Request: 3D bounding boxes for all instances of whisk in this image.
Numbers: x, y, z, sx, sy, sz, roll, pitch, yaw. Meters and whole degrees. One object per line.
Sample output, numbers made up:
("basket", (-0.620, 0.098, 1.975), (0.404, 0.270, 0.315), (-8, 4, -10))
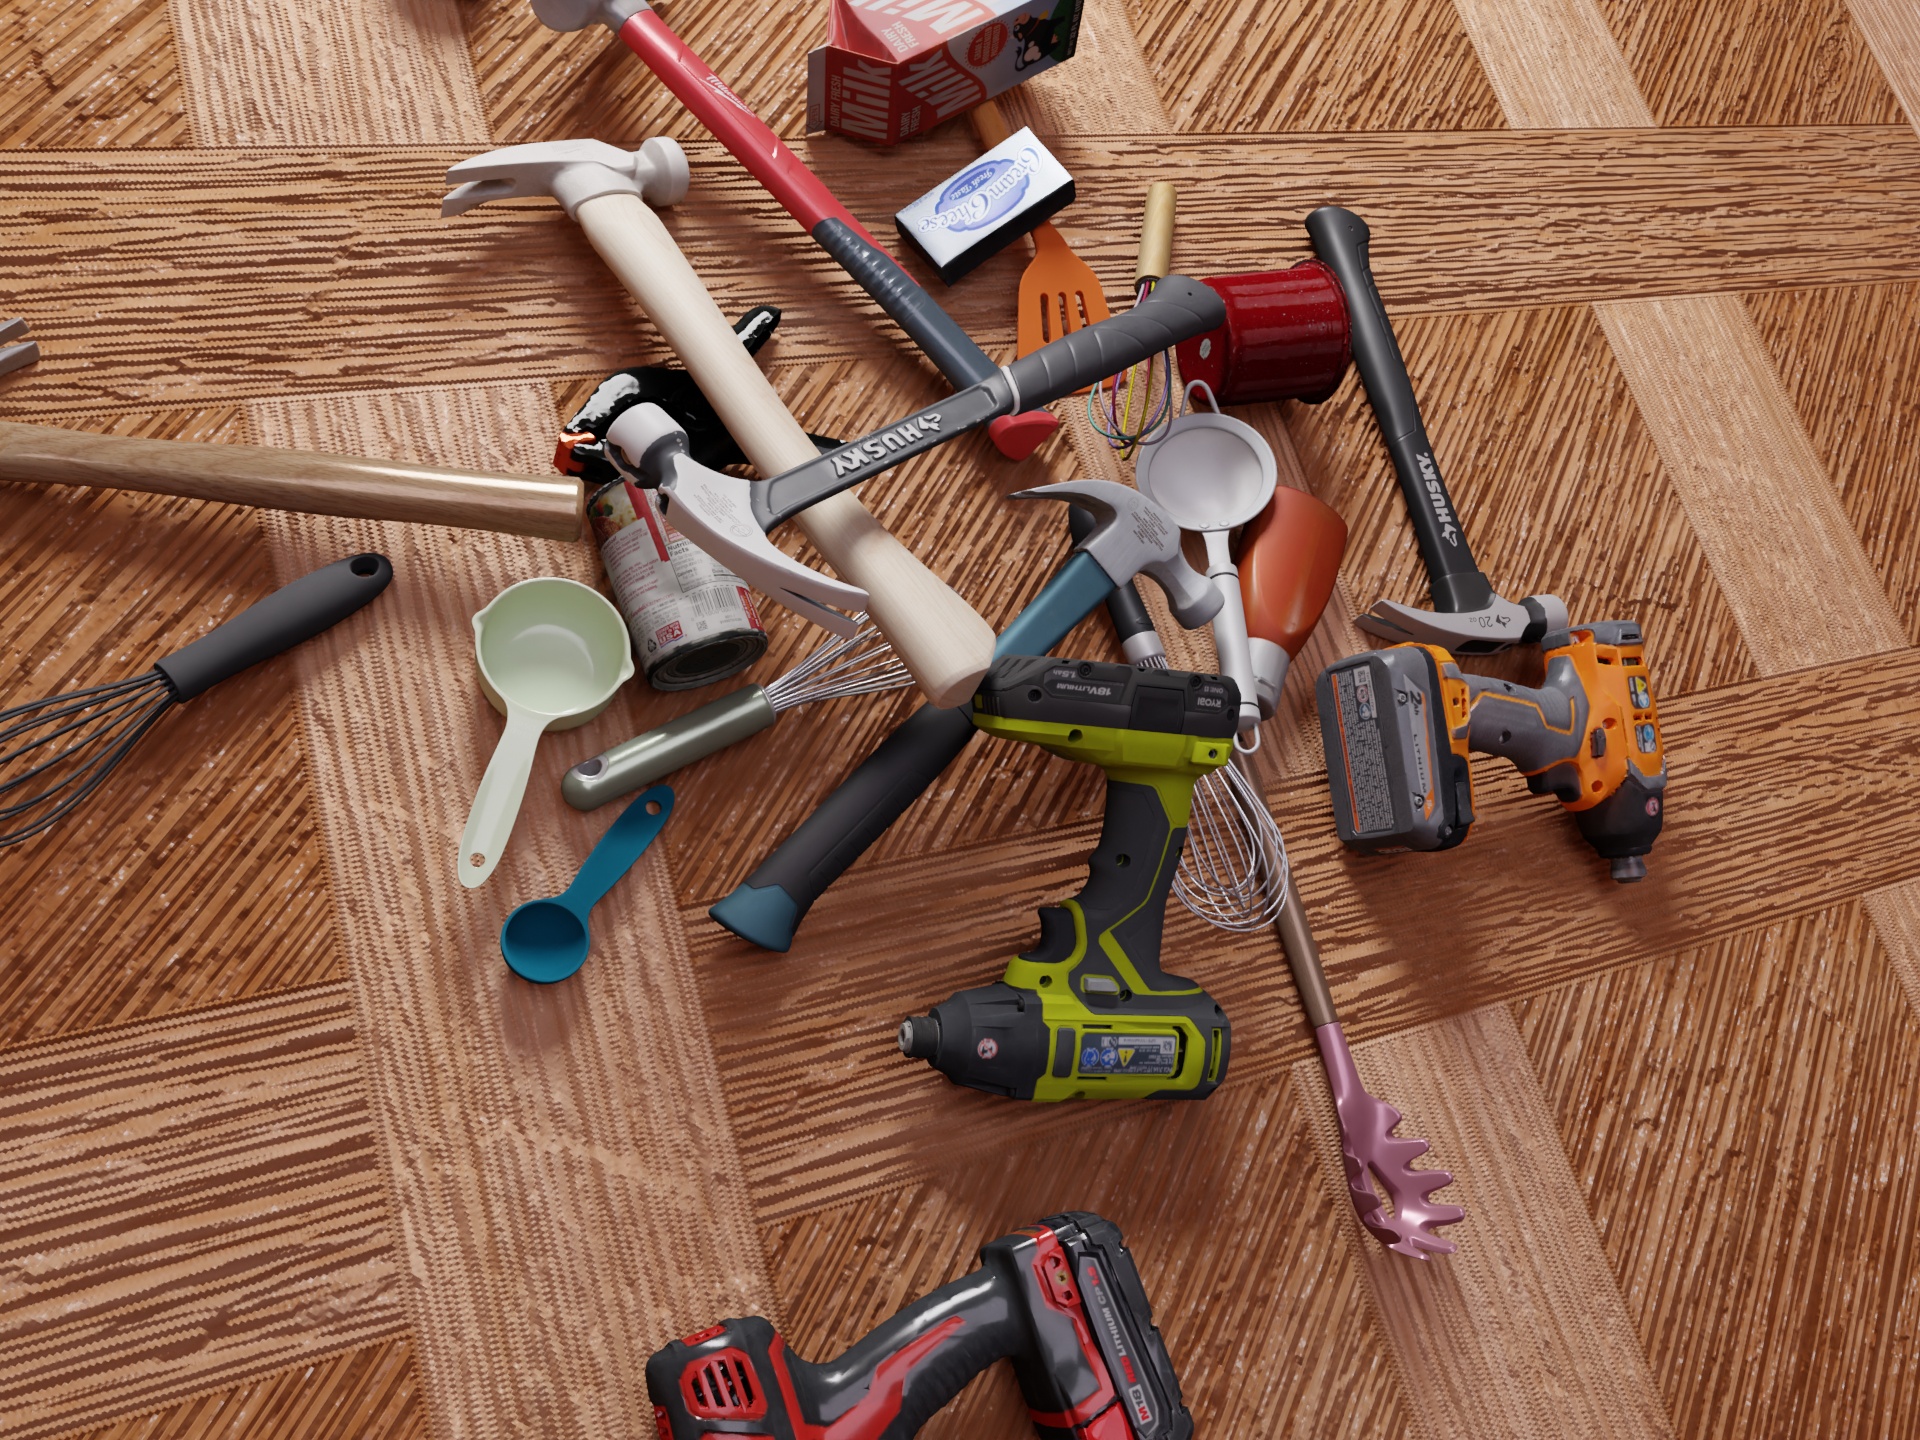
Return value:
("whisk", (0.118, -0.012, 0.919), (0.070, 0.070, 0.285), (-10, 68, -24))
("whisk", (0.117, -0.260, 1.020), (0.051, 0.047, 0.245), (-2, 54, 17))
("whisk", (-0.367, -0.016, 0.744), (0.055, 0.055, 0.239), (49, 57, 3))
("whisk", (-0.098, -0.012, 0.845), (0.246, 0.059, 0.058), (-27, 43, -23))

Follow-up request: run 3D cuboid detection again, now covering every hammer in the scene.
("hammer", (-0.356, -0.123, 0.786), (0.331, 0.031, 0.130), (4, 66, -14))
("hammer", (-0.121, -0.166, 0.840), (0.146, 0.038, 0.411), (-21, 65, -35))
("hammer", (0.017, -0.168, 0.850), (0.149, 0.036, 0.409), (44, 50, 16))
("hammer", (-0.081, -0.312, 0.963), (0.386, 0.038, 0.143), (45, 33, -5))
("hammer", (0.292, -0.200, 1.069), (0.146, 0.035, 0.335), (-6, 71, -23))
("hammer", (-0.001, -0.003, 0.842), (0.331, 0.033, 0.128), (-46, 107, -17))

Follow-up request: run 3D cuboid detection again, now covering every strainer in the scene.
("strainer", (0.154, -0.091, 0.951), (0.087, 0.050, 0.259), (-4, 59, 3))

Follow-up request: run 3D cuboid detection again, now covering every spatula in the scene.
("spatula", (0.027, -0.359, 1.044), (0.081, 0.041, 0.323), (-11, 69, -25))

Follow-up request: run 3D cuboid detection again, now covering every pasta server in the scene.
("pasta server", (0.202, 0.143, 0.895), (0.060, 0.040, 0.316), (-3, 69, -34))

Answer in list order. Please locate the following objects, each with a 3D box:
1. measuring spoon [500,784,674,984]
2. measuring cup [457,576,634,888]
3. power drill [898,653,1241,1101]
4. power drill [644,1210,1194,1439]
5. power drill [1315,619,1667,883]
("measuring spoon", (-0.182, 0.081, 0.793), (0.042, 0.021, 0.129), (36, 52, -3))
("measuring cup", (-0.219, 0.009, 0.794), (0.083, 0.038, 0.168), (19, 66, -12))
("power drill", (0.060, 0.081, 0.812), (0.171, 0.080, 0.223), (5, 91, -19))
("power drill", (-0.013, 0.338, 0.716), (0.226, 0.080, 0.188), (-15, 75, -22))
("power drill", (0.335, 0.026, 0.964), (0.226, 0.084, 0.164), (-5, 83, -26))
